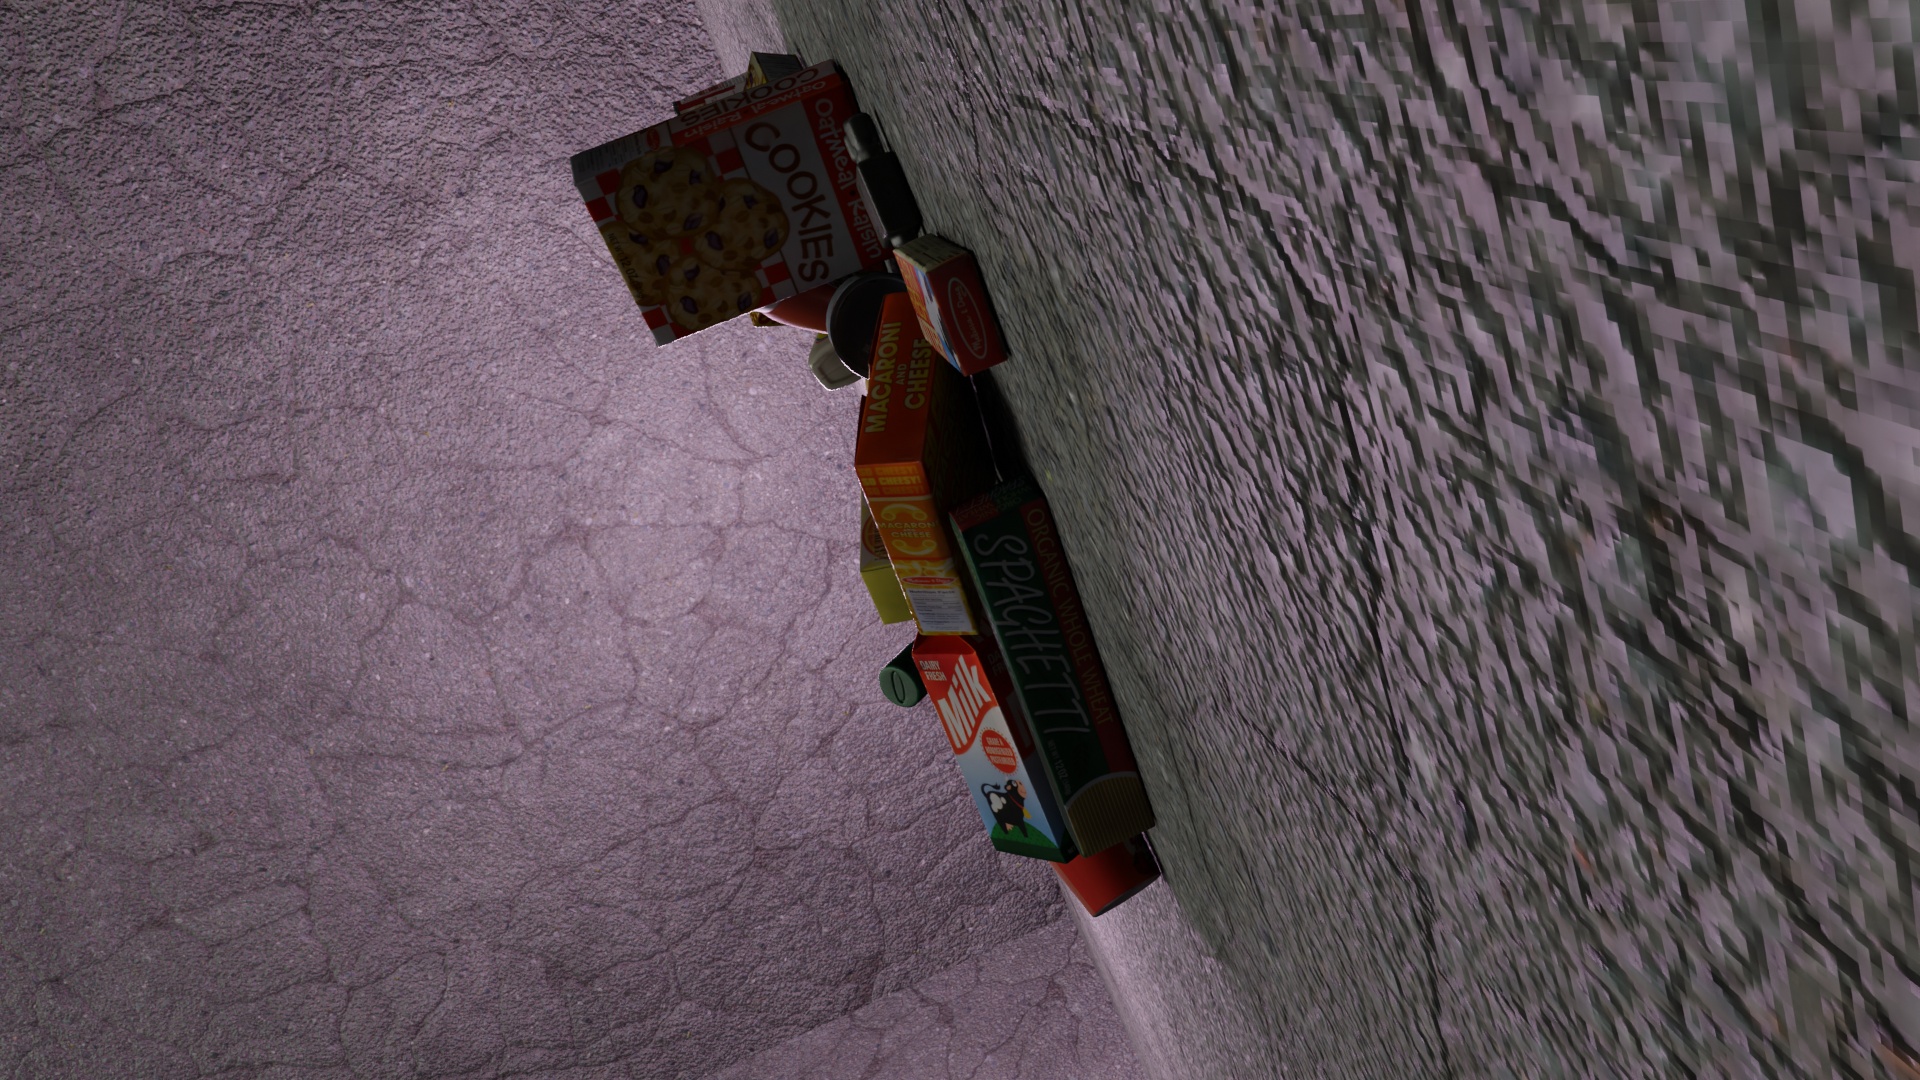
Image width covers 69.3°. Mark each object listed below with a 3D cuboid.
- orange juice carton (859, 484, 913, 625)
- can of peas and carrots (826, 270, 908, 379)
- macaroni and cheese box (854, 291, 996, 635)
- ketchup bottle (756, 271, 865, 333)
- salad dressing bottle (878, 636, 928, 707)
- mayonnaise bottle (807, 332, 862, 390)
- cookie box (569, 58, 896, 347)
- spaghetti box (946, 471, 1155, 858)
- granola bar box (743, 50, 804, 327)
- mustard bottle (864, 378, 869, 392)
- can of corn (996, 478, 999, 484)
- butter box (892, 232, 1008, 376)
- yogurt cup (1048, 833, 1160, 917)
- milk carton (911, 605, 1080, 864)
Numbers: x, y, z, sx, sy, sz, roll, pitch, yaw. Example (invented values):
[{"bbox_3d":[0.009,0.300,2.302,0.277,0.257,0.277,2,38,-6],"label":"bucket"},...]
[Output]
[{"bbox_3d":[-0.041,-0.029,1.172,0.071,0.073,0.194,70,-168,-45],"label":"orange juice carton"},{"bbox_3d":[-0.048,-0.134,0.870,0.059,0.071,0.070,-125,12,-75],"label":"can of peas and carrots"},{"bbox_3d":[-0.017,-0.040,0.792,0.165,0.040,0.124,71,-160,-53],"label":"macaroni and cheese box"},{"bbox_3d":[-0.105,-0.170,0.965,0.149,0.043,0.065,2,-143,-48],"label":"ketchup bottle"},{"bbox_3d":[-0.008,0.072,1.056,0.148,0.044,0.064,-42,-50,-48],"label":"salad dressing bottle"},{"bbox_3d":[-0.092,-0.182,1.158,0.041,0.064,0.149,50,-160,-28],"label":"mayonnaise bottle"},{"bbox_3d":[-0.131,-0.202,0.843,0.040,0.167,0.122,-113,2,-46],"label":"cookie box"},{"bbox_3d":[0.054,0.077,0.784,0.029,0.050,0.249,-123,10,-59],"label":"spaghetti box"},{"bbox_3d":[-0.140,-0.265,1.058,0.124,0.039,0.164,66,149,32],"label":"granola bar box"},{"bbox_3d":[-0.030,-0.074,1.110,0.065,0.049,0.161,76,170,-62],"label":"mustard bottle"},{"bbox_3d":[0.003,-0.012,0.922,0.071,0.058,0.071,162,85,-87],"label":"can of corn"},{"bbox_3d":[-0.006,-0.115,0.666,0.104,0.024,0.053,-123,11,-70],"label":"butter box"},{"bbox_3d":[0.098,0.216,0.935,0.054,0.072,0.072,57,173,20],"label":"yogurt cup"},{"bbox_3d":[0.033,0.103,0.886,0.073,0.072,0.190,-7,108,53],"label":"milk carton"}]
